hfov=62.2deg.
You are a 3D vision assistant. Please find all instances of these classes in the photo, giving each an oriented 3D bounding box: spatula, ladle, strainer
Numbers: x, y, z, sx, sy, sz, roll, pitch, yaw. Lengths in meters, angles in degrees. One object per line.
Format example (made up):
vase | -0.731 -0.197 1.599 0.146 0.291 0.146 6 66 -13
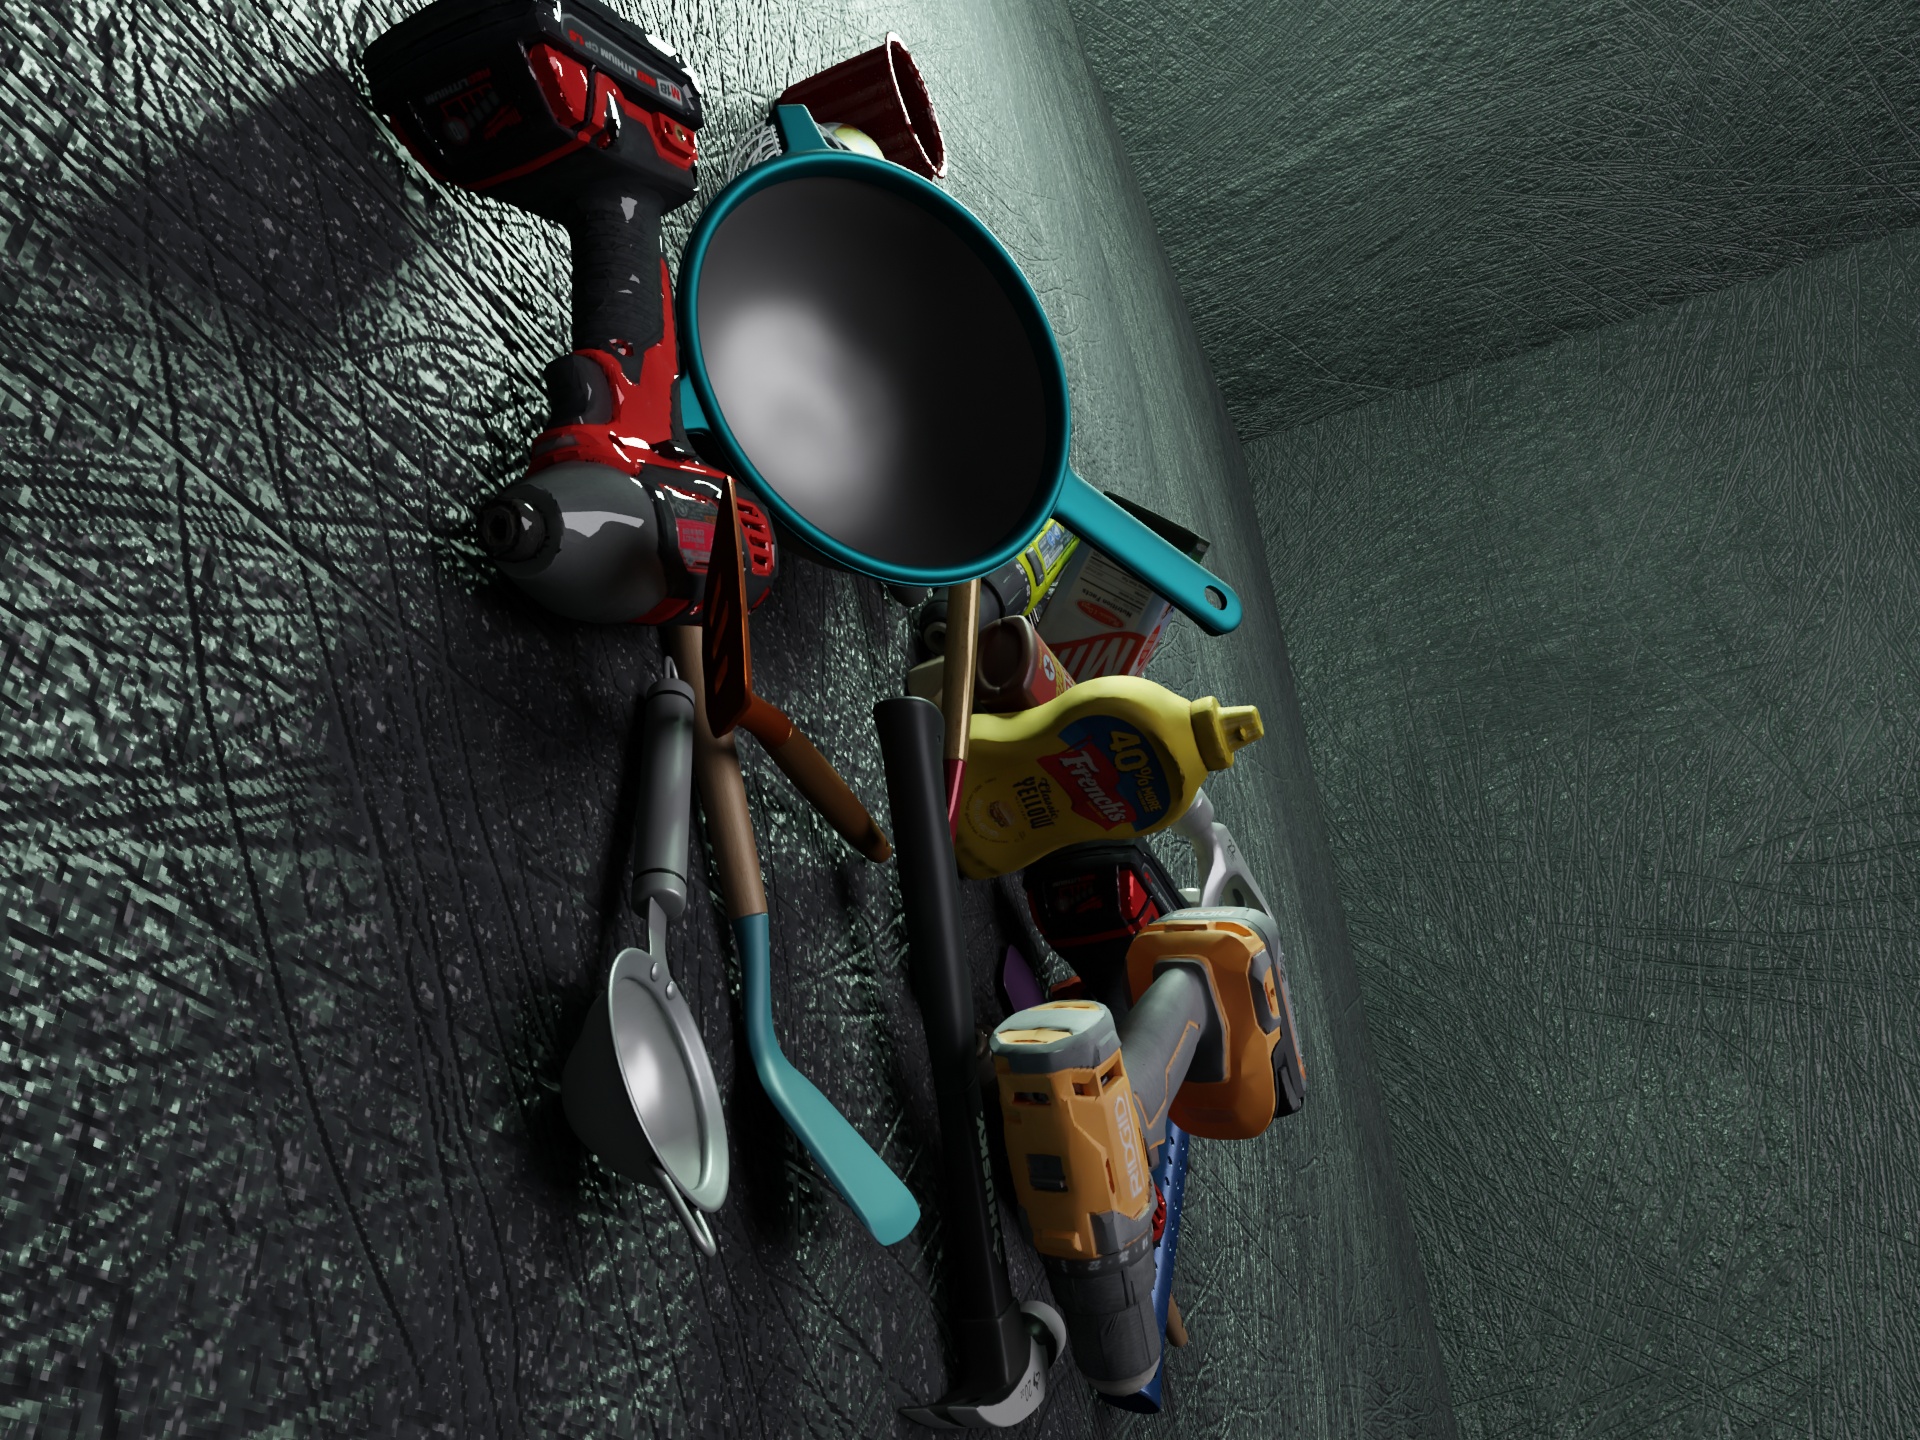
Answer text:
spatula | -0.061 0.011 0.650 0.322 0.041 0.081 62 19 -68
ladle | -0.001 -0.003 0.859 0.069 0.031 0.316 77 15 -73
spatula | -0.080 0.051 0.639 0.082 0.044 0.318 43 32 -77
strainer | -0.106 0.068 0.549 0.259 0.050 0.086 -97 168 -45
spatula | 0.087 0.276 1.005 0.060 0.018 0.315 -70 140 -64
strainer | -0.007 -0.124 0.787 0.340 0.095 0.211 31 61 -26

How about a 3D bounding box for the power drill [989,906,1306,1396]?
power drill | 0.101 0.207 0.806 0.226 0.084 0.185 -23 104 -56

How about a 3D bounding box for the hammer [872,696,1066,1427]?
hammer | -0.005 0.155 0.738 0.146 0.035 0.335 6 76 -72

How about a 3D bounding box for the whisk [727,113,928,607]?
whisk | -0.066 -0.198 0.901 0.070 0.070 0.284 -61 137 -67

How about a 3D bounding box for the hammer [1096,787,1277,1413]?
hammer | 0.145 0.238 1.031 0.143 0.035 0.406 52 40 -36

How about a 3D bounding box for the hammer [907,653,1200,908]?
hammer | 0.082 0.095 1.055 0.410 0.038 0.146 47 34 -43

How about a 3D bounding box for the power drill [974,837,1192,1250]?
power drill | 0.066 0.171 0.909 0.187 0.080 0.227 53 36 -33

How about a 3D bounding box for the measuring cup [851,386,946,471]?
measuring cup | -0.067 -0.173 0.854 0.173 0.095 0.052 51 27 -11

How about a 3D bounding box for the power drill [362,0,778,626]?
power drill | -0.137 -0.142 0.577 0.143 0.078 0.220 -6 84 -67

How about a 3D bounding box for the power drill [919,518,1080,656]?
power drill | -0.003 -0.166 1.003 0.191 0.080 0.228 -52 127 -49

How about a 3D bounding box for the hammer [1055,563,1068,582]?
hammer | 0.015 -0.244 1.149 0.330 0.033 0.128 60 19 -18

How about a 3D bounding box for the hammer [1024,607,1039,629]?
hammer | 0.076 0.005 1.186 0.149 0.037 0.359 -33 106 -72
